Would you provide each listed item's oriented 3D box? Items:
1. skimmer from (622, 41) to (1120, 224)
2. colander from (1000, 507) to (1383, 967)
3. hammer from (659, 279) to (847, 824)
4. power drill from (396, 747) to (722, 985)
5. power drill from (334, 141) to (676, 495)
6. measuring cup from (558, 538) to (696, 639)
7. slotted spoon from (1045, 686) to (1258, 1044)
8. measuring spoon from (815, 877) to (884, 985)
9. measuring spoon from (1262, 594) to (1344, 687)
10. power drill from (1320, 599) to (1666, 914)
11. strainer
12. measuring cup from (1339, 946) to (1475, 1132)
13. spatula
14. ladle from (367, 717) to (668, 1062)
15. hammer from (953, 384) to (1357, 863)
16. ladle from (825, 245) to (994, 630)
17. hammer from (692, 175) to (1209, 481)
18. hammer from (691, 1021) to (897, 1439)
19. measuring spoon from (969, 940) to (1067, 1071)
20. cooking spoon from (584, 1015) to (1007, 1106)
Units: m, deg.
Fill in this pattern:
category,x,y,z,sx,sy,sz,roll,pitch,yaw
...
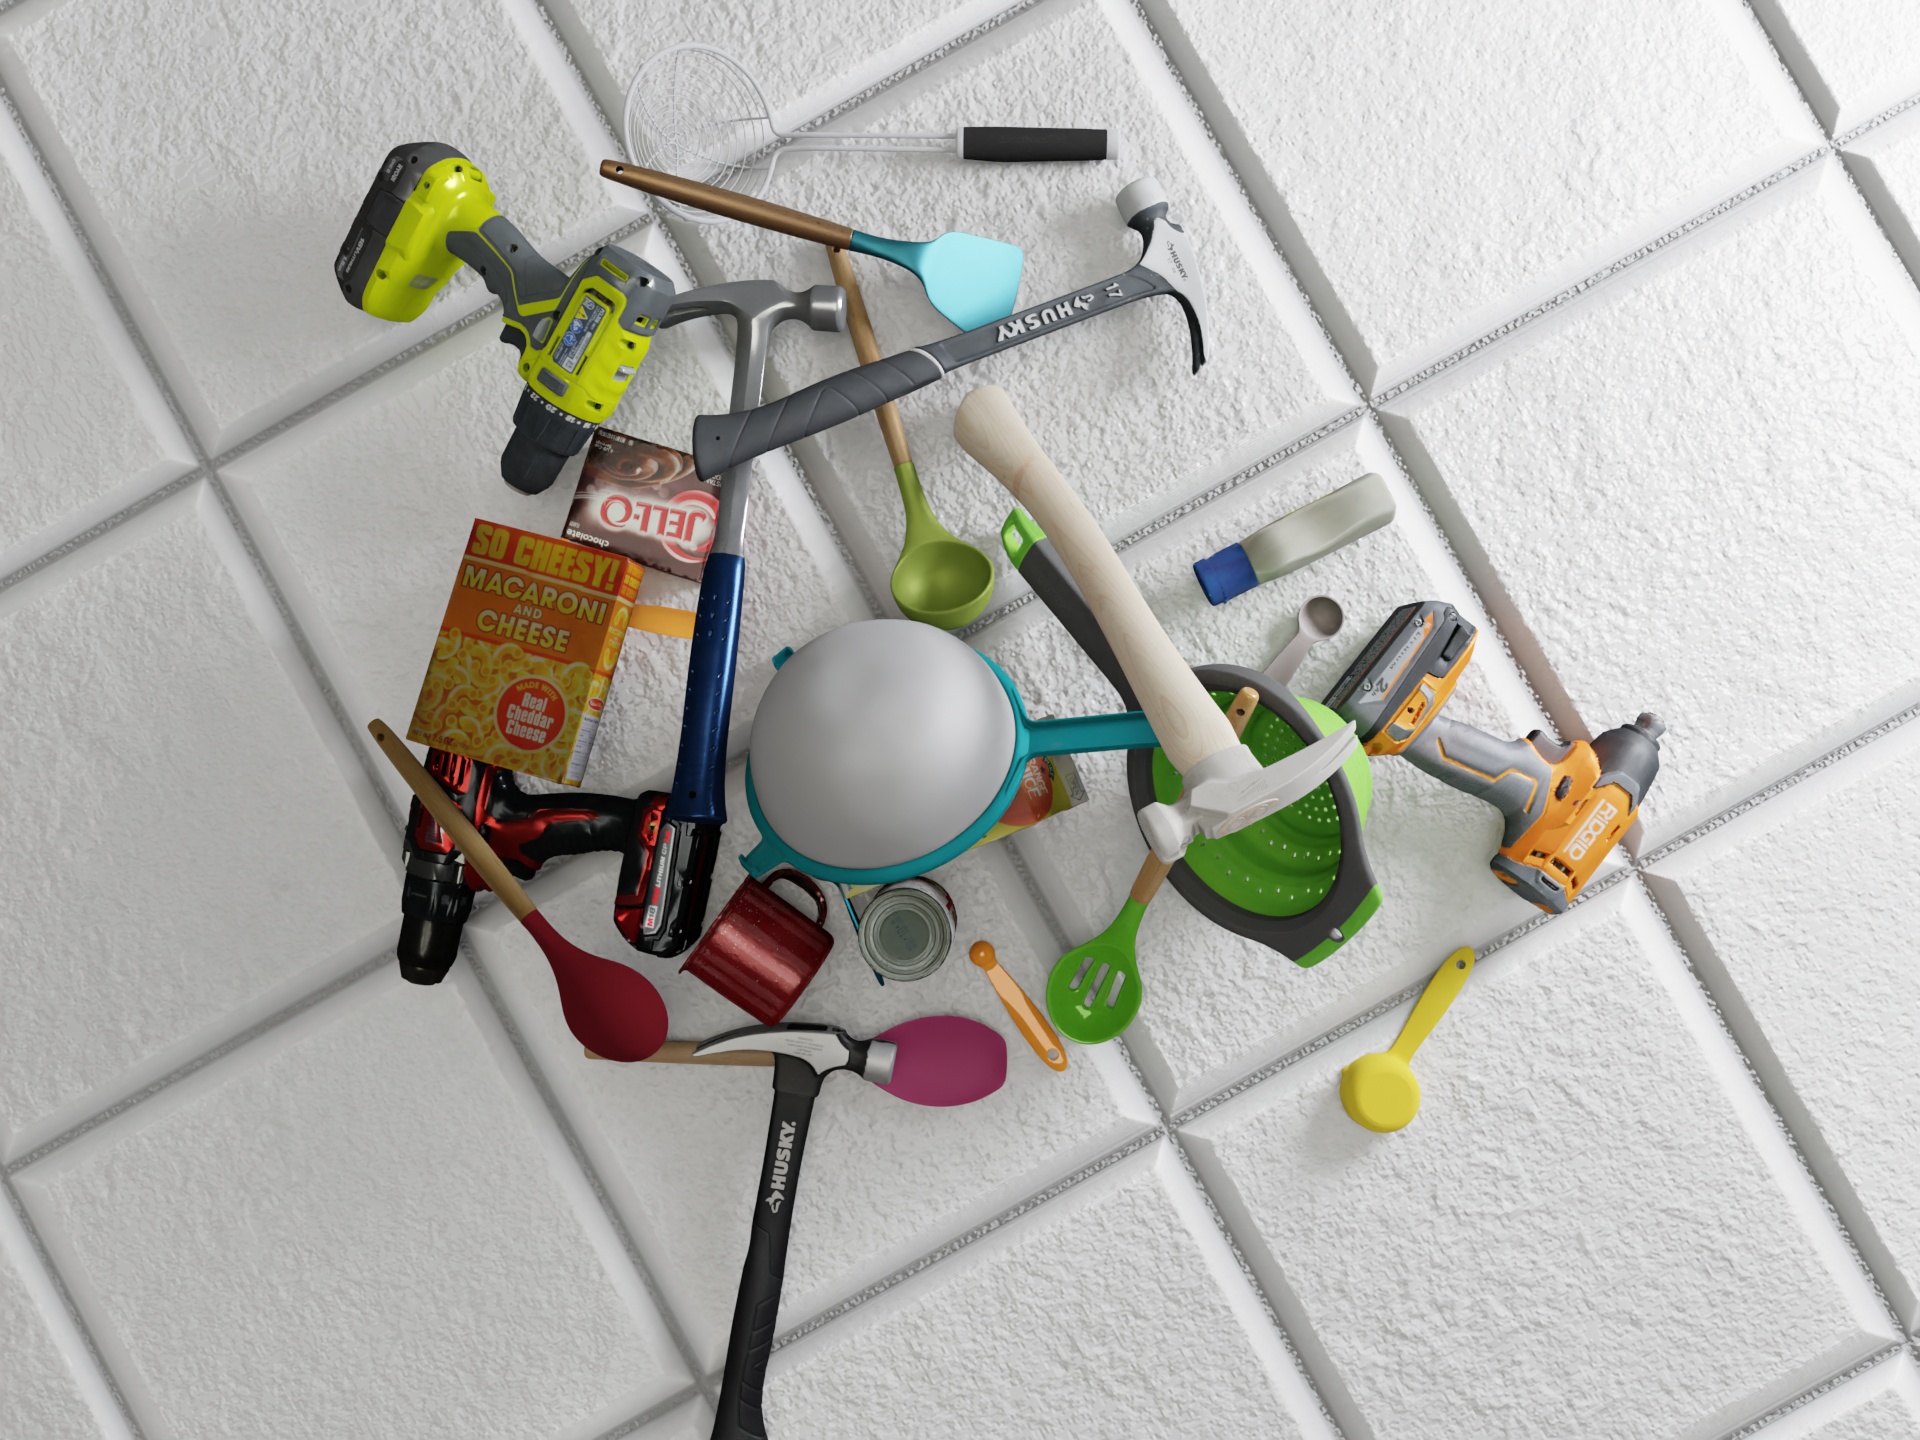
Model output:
category,x,y,z,sx,sy,sz,roll,pitch,yaw
skimmer,-0.061,-0.432,1.178,0.363,0.090,0.127,1,101,1
colander,0.176,-0.014,1.158,0.094,0.204,0.397,-24,67,-37
hammer,-0.173,-0.129,1.146,0.144,0.035,0.406,4,78,4
power drill,-0.306,0.119,1.180,0.226,0.080,0.188,11,89,5
power drill,-0.341,-0.296,1.169,0.228,0.080,0.190,37,106,10
measuring cup,-0.258,-0.080,1.195,0.173,0.052,0.095,9,89,0
slotted spoon,0.139,0.107,1.123,0.070,0.031,0.313,26,120,5
measuring spoon,-0.091,0.143,1.188,0.021,0.042,0.128,-24,90,0
measuring spoon,0.243,-0.041,1.199,0.034,0.018,0.124,37,97,2
power drill,0.395,0.011,1.160,0.226,0.084,0.164,39,89,-2
strainer,-0.002,-0.003,1.093,0.340,0.095,0.211,-5,55,15
measuring cup,0.338,0.235,1.177,0.062,0.029,0.156,32,91,2
spatula,-0.107,-0.356,1.170,0.317,0.044,0.082,14,91,-9
ladle,-0.322,0.118,1.134,0.069,0.031,0.315,-42,83,8
hammer,0.107,-0.097,1.090,0.146,0.038,0.411,-28,57,-1
ladle,-0.050,-0.219,1.191,0.078,0.062,0.320,-17,85,-6
hammer,-0.005,-0.260,1.151,0.409,0.036,0.149,-24,85,-12
hammer,-0.148,0.387,1.176,0.146,0.035,0.335,10,93,0
measuring spoon,0.044,0.216,1.196,0.021,0.011,0.117,-35,88,1
cooking spoon,-0.124,0.252,1.197,0.319,0.017,0.069,1,91,1
